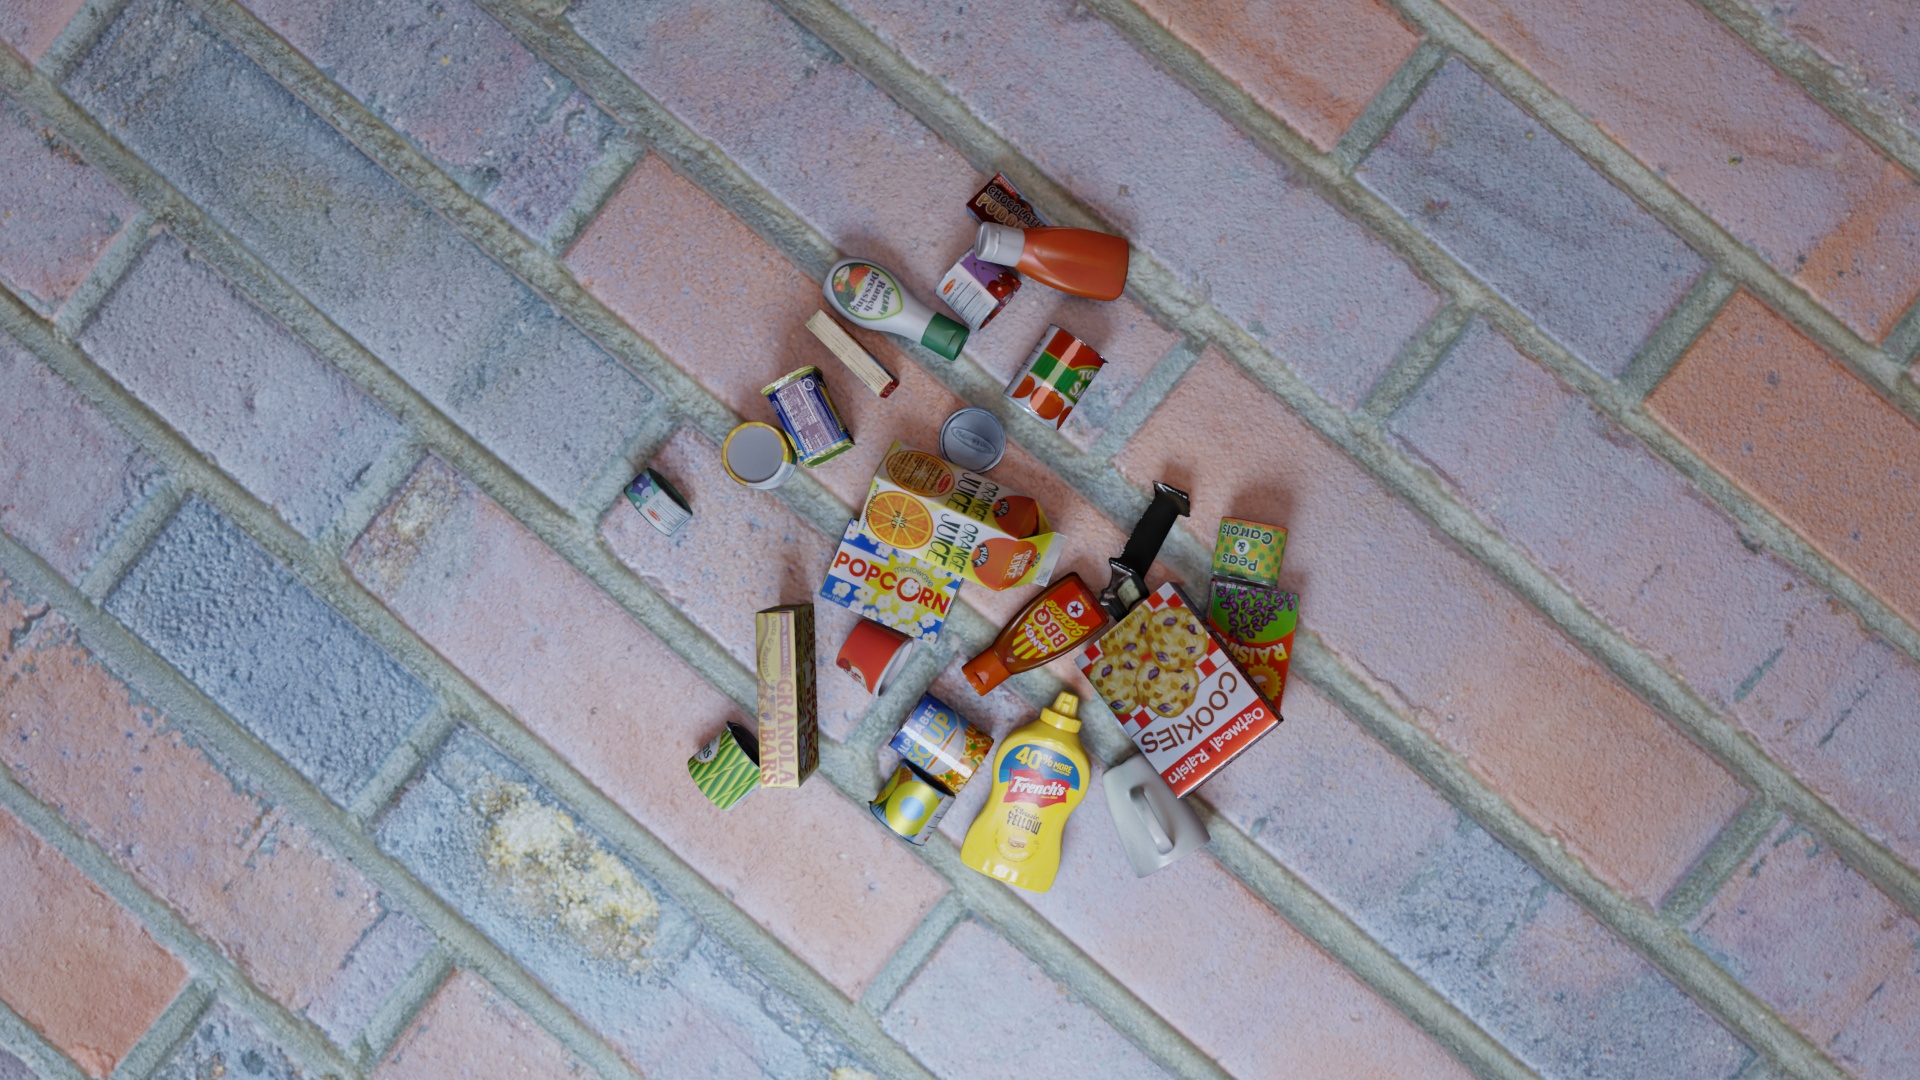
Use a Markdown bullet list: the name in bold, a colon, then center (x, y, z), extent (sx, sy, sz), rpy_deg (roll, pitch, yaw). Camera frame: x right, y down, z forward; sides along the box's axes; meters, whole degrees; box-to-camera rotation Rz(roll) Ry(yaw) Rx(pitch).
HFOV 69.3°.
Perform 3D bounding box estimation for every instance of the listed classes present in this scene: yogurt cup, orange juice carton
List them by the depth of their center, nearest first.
- **orange juice carton**: center (0.005, -0.017, 1.343), extent (0.193, 0.073, 0.071), rpy_deg (23, 129, 2)
- **yogurt cup**: center (-0.086, 0.113, 1.365), extent (0.054, 0.072, 0.072), rpy_deg (31, 92, 10)

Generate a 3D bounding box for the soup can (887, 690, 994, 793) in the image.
- **soup can**: center (-0.019, 0.198, 1.357), extent (0.084, 0.071, 0.071), rpy_deg (35, 92, 2)

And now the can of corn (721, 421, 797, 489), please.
- **can of corn**: center (-0.200, -0.086, 1.372), extent (0.071, 0.058, 0.071), rpy_deg (0, 90, 2)

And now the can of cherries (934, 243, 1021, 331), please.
- **can of cherries**: center (0.019, -0.249, 1.361), extent (0.058, 0.071, 0.071), rpy_deg (43, 92, 1)

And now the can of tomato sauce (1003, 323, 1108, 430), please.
- **can of tomato sauce**: center (0.093, -0.158, 1.355), extent (0.071, 0.071, 0.083), rpy_deg (35, 92, 2)

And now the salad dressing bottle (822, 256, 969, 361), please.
- **salad dressing bottle**: center (-0.063, -0.228, 1.374), extent (0.148, 0.044, 0.064), rpy_deg (28, 90, 2)

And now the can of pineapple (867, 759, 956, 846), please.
- **can of pineapple**: center (-0.048, 0.255, 1.361), extent (0.071, 0.071, 0.058), rpy_deg (35, 91, 2)

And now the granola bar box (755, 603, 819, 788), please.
- **granola bar box**: center (-0.166, 0.146, 1.337), extent (0.039, 0.124, 0.165), rpy_deg (-2, 90, 3)

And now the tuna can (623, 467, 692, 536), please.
- **tuna can**: center (-0.299, -0.039, 1.375), extent (0.033, 0.071, 0.071), rpy_deg (-42, 88, 1)

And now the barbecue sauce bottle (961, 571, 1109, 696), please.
- **barbecue sauce bottle**: center (0.070, 0.097, 1.367), extent (0.148, 0.043, 0.065), rpy_deg (-36, 90, 2)

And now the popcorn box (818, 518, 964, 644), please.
- **popcorn box**: center (-0.066, 0.040, 1.376), extent (0.127, 0.038, 0.085), rpy_deg (23, 91, 2)

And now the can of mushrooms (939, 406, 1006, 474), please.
- **can of mushrooms**: center (0.011, -0.096, 1.375), extent (0.071, 0.033, 0.071), rpy_deg (0, 90, 2)

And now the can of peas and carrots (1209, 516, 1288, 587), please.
- **can of peas and carrots**: center (0.279, 0.010, 1.344), extent (0.071, 0.071, 0.058), rpy_deg (11, 90, 3)

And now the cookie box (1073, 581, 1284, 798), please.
- **cookie box**: center (0.208, 0.143, 1.330), extent (0.122, 0.040, 0.168), rpy_deg (-41, 72, 15)

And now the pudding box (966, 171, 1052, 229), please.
- **pudding box**: center (0.051, -0.317, 1.376), extent (0.049, 0.030, 0.084), rpy_deg (-42, 88, 1)

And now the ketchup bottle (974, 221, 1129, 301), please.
- **ketchup bottle**: center (0.088, -0.275, 1.340), extent (0.149, 0.043, 0.064), rpy_deg (8, 87, -21)

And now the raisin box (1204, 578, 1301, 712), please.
- **raisin box**: center (0.278, 0.105, 1.360), extent (0.086, 0.040, 0.123), rpy_deg (10, 89, 3)

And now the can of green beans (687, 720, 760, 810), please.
- **can of green beans**: center (-0.226, 0.223, 1.369), extent (0.058, 0.071, 0.071), rpy_deg (-40, 88, 3)

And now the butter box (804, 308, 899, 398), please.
- **butter box**: center (-0.106, -0.184, 1.371), extent (0.103, 0.053, 0.024), rpy_deg (44, 95, 3)
